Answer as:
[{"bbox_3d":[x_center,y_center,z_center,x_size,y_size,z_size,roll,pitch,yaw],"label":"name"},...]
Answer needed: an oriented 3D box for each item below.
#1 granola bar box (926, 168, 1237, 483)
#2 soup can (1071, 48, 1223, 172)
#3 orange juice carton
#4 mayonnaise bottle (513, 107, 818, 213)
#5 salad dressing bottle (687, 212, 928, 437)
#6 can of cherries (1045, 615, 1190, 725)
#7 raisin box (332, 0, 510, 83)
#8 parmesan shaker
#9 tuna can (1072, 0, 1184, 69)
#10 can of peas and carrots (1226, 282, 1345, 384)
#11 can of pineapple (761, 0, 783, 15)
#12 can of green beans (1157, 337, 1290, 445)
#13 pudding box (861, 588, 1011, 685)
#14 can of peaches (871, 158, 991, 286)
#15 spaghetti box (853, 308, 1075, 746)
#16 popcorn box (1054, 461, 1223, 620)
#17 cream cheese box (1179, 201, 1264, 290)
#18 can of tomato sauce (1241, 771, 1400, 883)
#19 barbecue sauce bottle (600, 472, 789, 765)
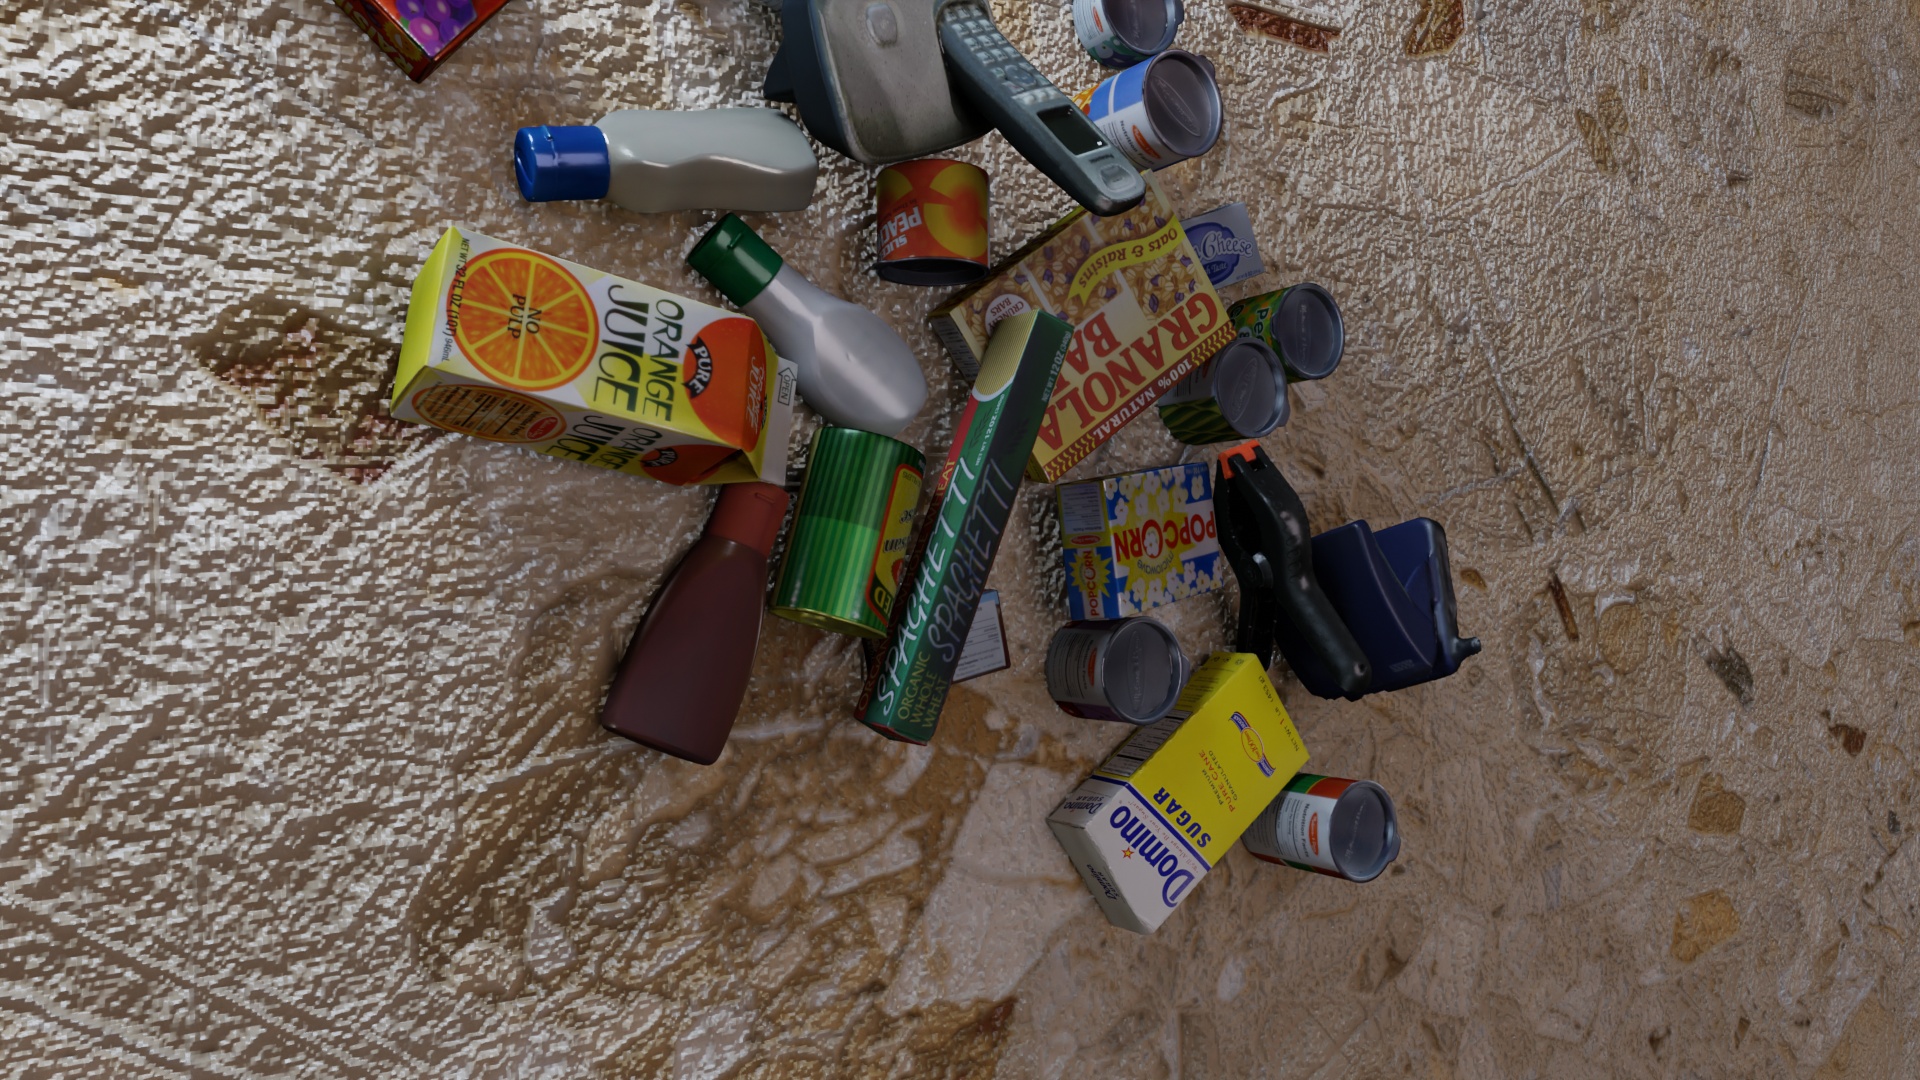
[{"bbox_3d":[0.078,-0.132,0.859,0.166,0.039,0.124,-38,109,-18],"label":"granola bar box"},{"bbox_3d":[0.115,-0.266,0.879,0.071,0.083,0.071,2,87,-34],"label":"soup can"},{"bbox_3d":[-0.168,-0.080,0.682,0.193,0.073,0.072,14,69,-32],"label":"orange juice carton"},{"bbox_3d":[-0.151,-0.196,0.717,0.148,0.041,0.065,-11,52,-31],"label":"mayonnaise bottle"},{"bbox_3d":[-0.083,-0.117,0.766,0.147,0.044,0.064,42,67,-23],"label":"salad dressing bottle"},{"bbox_3d":[0.098,0.081,0.865,0.071,0.058,0.071,3,85,-34],"label":"can of cherries"},{"bbox_3d":[-0.270,-0.293,0.653,0.123,0.040,0.086,46,64,-24],"label":"raisin box"},{"bbox_3d":[-0.061,-0.004,0.756,0.071,0.071,0.103,20,77,-31],"label":"parmesan shaker"},{"bbox_3d":[0.110,-0.346,0.911,0.071,0.033,0.071,2,87,-33],"label":"tuna can"},{"bbox_3d":[0.219,-0.140,0.956,0.071,0.058,0.071,2,86,-33],"label":"can of peas and carrots"},{"bbox_3d":[-0.087,-0.322,0.759,0.058,0.071,0.071,29,72,-30],"label":"can of pineapple"},{"bbox_3d":[0.174,-0.098,0.924,0.071,0.057,0.071,2,86,-33],"label":"can of green beans"},{"bbox_3d":[-0.014,0.059,0.809,0.084,0.030,0.049,-13,96,-33],"label":"pudding box"},{"bbox_3d":[-0.018,-0.182,0.798,0.071,0.071,0.058,2,86,-33],"label":"can of peaches"},{"bbox_3d":[0.003,-0.010,0.769,0.028,0.050,0.250,25,78,-25],"label":"spaghetti box"},{"bbox_3d":[0.115,-0.002,0.874,0.127,0.038,0.085,-11,95,-49],"label":"popcorn box"},{"bbox_3d":[0.157,-0.191,0.939,0.104,0.024,0.053,-24,100,-32],"label":"cream cheese box"},{"bbox_3d":[0.242,0.191,0.939,0.071,0.083,0.071,2,87,-33],"label":"can of tomato sauce"},{"bbox_3d":[-0.131,0.038,0.725,0.065,0.043,0.149,26,73,-25],"label":"barbecue sauce bottle"}]
